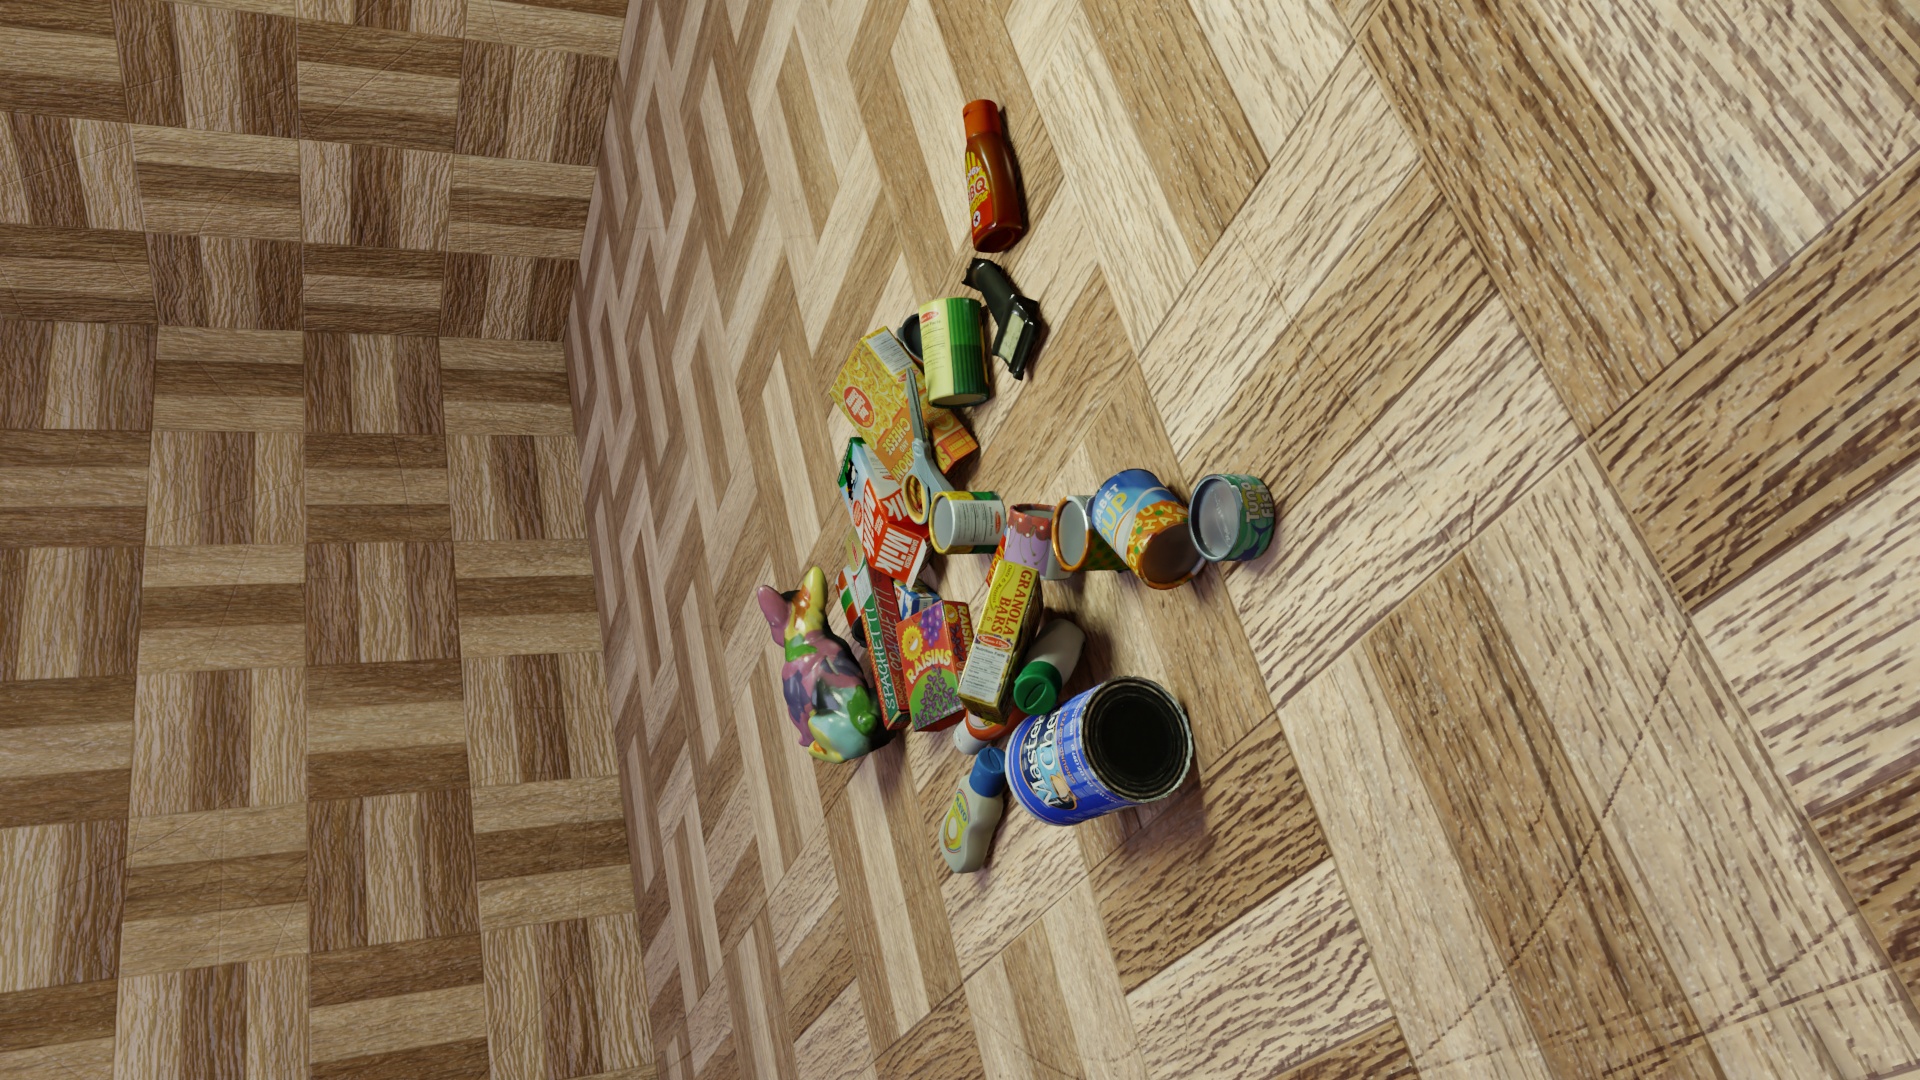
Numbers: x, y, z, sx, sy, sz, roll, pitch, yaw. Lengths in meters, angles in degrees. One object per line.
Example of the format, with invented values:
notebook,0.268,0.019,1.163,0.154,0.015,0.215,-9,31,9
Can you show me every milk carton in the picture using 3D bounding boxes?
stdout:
milk carton,-0.077,-0.032,1.593,0.191,0.073,0.072,-115,35,-41

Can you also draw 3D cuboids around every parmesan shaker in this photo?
parmesan shaker,-0.007,-0.193,1.446,0.071,0.071,0.103,158,108,-64

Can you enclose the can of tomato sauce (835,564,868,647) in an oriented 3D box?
can of tomato sauce,-0.111,0.076,1.679,0.083,0.071,0.070,-115,34,-43

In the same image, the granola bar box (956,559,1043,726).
granola bar box,0.039,0.096,1.249,0.165,0.039,0.124,70,-143,-76

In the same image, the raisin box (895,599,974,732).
raisin box,-0.023,0.136,1.495,0.085,0.040,0.124,-31,61,43

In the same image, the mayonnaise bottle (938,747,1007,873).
mayonnaise bottle,0.016,0.277,1.439,0.065,0.041,0.147,-117,35,-45

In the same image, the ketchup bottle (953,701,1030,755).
ketchup bottle,0.035,0.169,1.394,0.148,0.043,0.065,-58,46,51

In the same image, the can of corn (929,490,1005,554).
can of corn,0.005,-0.018,1.434,0.071,0.058,0.071,180,89,-65

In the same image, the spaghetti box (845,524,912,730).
spaghetti box,-0.090,0.094,1.585,0.050,0.029,0.251,123,139,-50

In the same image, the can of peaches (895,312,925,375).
can of peaches,-0.045,-0.207,1.523,0.057,0.071,0.071,131,132,-57

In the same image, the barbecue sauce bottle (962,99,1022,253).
barbecue sauce bottle,0.029,-0.367,1.390,0.064,0.044,0.149,146,121,-62

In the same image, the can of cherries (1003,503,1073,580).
can of cherries,0.072,0.000,1.276,0.071,0.071,0.058,-148,60,-61

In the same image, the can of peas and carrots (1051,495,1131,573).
can of peas and carrots,0.117,-0.004,1.190,0.071,0.059,0.071,180,89,-66

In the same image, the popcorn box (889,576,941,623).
popcorn box,-0.060,0.111,1.603,0.085,0.038,0.126,-147,59,-60

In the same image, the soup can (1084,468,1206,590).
soup can,0.148,-0.009,1.108,0.084,0.071,0.071,-126,42,-51

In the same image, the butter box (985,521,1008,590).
butter box,0.057,0.021,1.364,0.053,0.024,0.103,-116,35,-42

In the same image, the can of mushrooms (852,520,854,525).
can of mushrooms,-0.108,-0.044,1.709,0.071,0.033,0.071,180,89,-66

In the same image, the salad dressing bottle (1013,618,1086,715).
salad dressing bottle,0.076,0.111,1.209,0.064,0.044,0.148,-53,-2,18

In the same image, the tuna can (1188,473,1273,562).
tuna can,0.203,-0.018,1.035,0.071,0.033,0.071,180,89,-65

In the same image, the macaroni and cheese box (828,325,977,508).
macaroni and cheese box,-0.064,-0.133,1.515,0.166,0.040,0.123,52,148,6
